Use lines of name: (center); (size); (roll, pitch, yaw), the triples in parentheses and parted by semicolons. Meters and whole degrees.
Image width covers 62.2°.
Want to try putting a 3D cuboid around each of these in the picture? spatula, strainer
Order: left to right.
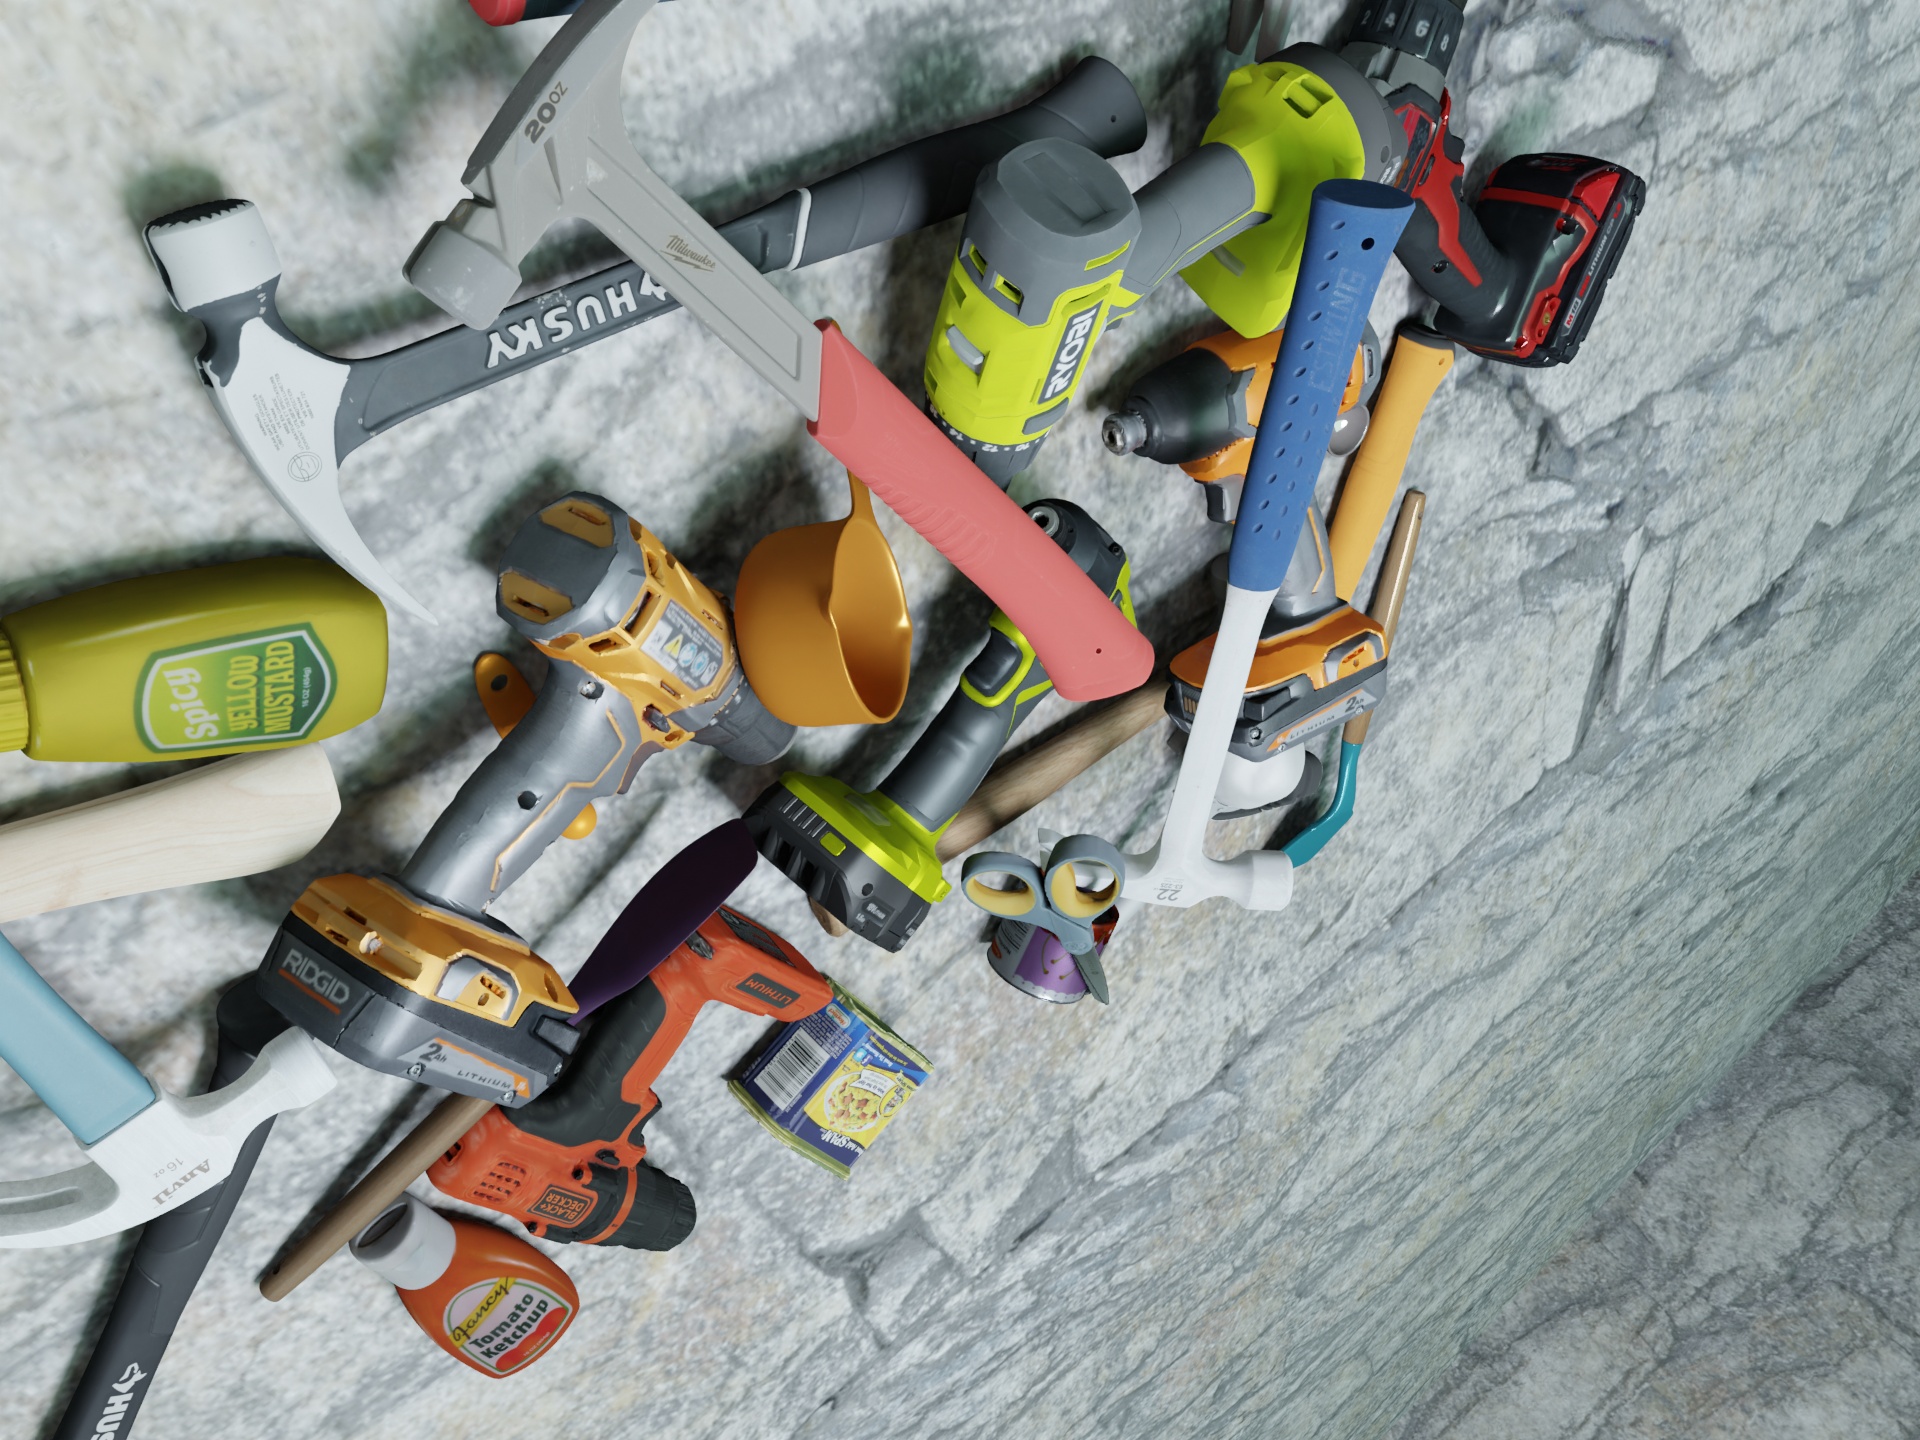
spatula: (-0.210, 0.159, 0.733); (0.316, 0.060, 0.018); (-44, 124, 4)
strainer: (0.144, 0.076, 1.006); (0.258, 0.050, 0.086); (-48, 139, 10)
spatula: (0.273, -0.014, 1.124); (0.082, 0.044, 0.317); (-13, 124, -38)

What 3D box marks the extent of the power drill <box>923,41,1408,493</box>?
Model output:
power drill: (0.077, -0.191, 0.707); (0.228, 0.080, 0.190); (-34, 163, -28)

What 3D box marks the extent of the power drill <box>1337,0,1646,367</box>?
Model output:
power drill: (0.268, -0.299, 0.840); (0.226, 0.080, 0.188); (12, 103, -41)

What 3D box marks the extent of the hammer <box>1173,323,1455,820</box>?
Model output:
hammer: (0.234, -0.086, 1.015); (0.127, 0.034, 0.336); (-11, 126, -42)

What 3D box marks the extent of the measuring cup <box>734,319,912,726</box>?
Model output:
measuring cup: (-0.064, -0.082, 0.679); (0.095, 0.052, 0.174); (6, 76, -72)

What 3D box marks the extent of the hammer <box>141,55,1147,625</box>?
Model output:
hammer: (-0.078, -0.176, 0.608); (0.409, 0.036, 0.149); (-31, 123, -29)

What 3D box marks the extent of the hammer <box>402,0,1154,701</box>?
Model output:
hammer: (-0.025, -0.116, 0.609); (0.149, 0.037, 0.358); (-53, 131, -1)

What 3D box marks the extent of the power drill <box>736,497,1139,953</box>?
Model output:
power drill: (-0.001, -0.002, 0.778); (0.223, 0.080, 0.171); (-51, 162, -5)

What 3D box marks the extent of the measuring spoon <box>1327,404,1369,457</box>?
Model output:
measuring spoon: (0.192, -0.179, 0.918); (0.124, 0.018, 0.034); (6, 115, -40)

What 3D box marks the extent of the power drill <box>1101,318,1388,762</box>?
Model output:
power drill: (0.154, -0.098, 0.860); (0.164, 0.084, 0.226); (-23, 118, -25)

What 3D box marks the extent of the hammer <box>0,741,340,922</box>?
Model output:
hammer: (-0.403, 0.074, 0.492); (0.410, 0.038, 0.146); (-22, 132, -34)

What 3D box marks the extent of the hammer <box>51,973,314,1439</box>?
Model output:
hammer: (-0.345, 0.251, 0.692); (0.146, 0.035, 0.334); (14, 108, -49)

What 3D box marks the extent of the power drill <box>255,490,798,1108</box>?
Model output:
power drill: (-0.160, 0.041, 0.662); (0.226, 0.084, 0.185); (-61, 152, -10)

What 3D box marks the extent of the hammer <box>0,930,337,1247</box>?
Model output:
hammer: (-0.329, 0.060, 0.503); (0.128, 0.033, 0.330); (-37, 137, -22)

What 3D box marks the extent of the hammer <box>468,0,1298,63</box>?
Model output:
hammer: (-0.002, -0.295, 0.606); (0.386, 0.038, 0.143); (-26, 137, -30)

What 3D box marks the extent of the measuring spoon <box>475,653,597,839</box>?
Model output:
measuring spoon: (-0.182, 0.014, 0.688); (0.021, 0.011, 0.116); (-36, 140, -19)

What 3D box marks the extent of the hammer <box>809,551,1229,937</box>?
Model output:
hammer: (0.054, 0.027, 0.923); (0.331, 0.031, 0.129); (-32, 137, -24)

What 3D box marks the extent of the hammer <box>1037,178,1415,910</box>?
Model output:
hammer: (0.134, -0.058, 0.772); (0.144, 0.035, 0.405); (4, 129, -6)
